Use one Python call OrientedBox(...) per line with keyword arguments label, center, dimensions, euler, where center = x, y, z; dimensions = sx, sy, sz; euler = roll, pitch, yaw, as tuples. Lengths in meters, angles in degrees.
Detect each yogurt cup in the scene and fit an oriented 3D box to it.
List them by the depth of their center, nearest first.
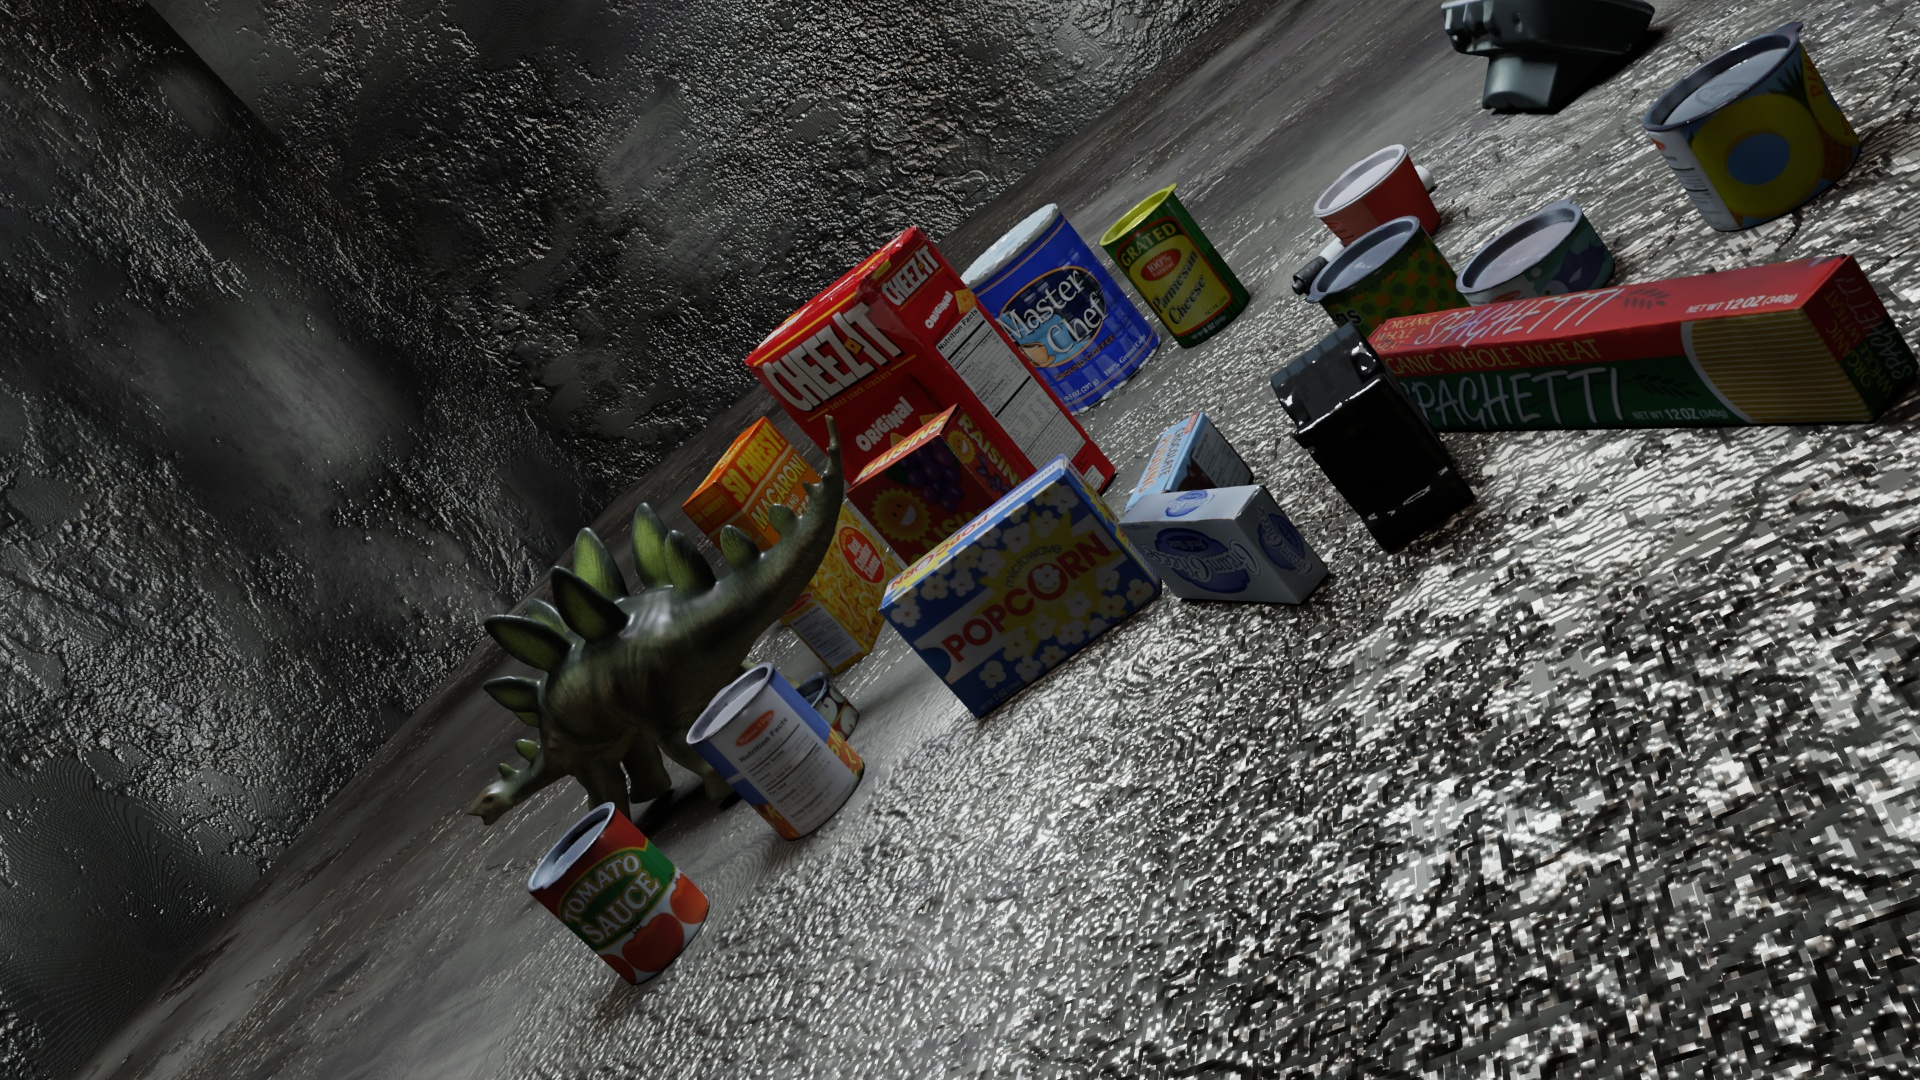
OrientedBox(label="yogurt cup", center=(0.271, -0.212, 0.895), dimensions=(0.072, 0.054, 0.072), euler=(-38, 15, 12))

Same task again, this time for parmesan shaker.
OrientedBox(label="parmesan shaker", center=(0.164, -0.206, 1.045), dimensions=(0.071, 0.103, 0.071), euler=(-38, 15, 12))

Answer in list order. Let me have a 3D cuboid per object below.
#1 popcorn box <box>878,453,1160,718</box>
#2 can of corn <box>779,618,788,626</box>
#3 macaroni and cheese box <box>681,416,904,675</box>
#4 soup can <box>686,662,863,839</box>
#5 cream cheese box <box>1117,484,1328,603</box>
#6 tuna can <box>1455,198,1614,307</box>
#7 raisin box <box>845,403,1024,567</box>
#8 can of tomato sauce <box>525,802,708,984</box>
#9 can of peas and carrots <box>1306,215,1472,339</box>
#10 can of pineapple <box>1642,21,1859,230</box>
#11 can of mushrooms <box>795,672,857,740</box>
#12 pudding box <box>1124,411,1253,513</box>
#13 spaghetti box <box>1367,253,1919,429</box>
OrientedBox(label="popcorn box", center=(0.032, 0.025, 0.746), dimensions=(0.126, 0.085, 0.038), euler=(-37, 15, 16))
OrientedBox(label="can of corn", center=(-0.149, 0.033, 1.227), dimensions=(0.071, 0.058, 0.071), euler=(-38, 15, 12))
OrientedBox(label="macaroni and cheese box", center=(-0.121, 0.002, 1.033), dimensions=(0.040, 0.166, 0.124), euler=(-35, 16, 24))
OrientedBox(label="soup can", center=(-0.108, 0.123, 0.817), dimensions=(0.071, 0.083, 0.071), euler=(-38, 15, 12))
OrientedBox(label="cream cheese box", center=(0.121, 0.002, 0.652), dimensions=(0.024, 0.053, 0.103), euler=(-46, 15, -17))
OrientedBox(label="tuna can", center=(0.282, -0.133, 0.679), dimensions=(0.071, 0.033, 0.071), euler=(-38, 15, 12))
OrientedBox(label="raisin box", center=(0.003, -0.011, 0.846), dimensions=(0.086, 0.123, 0.040), euler=(-30, 18, 36))
OrientedBox(label="can of tomato sauce", center=(-0.197, 0.205, 0.804), dimensions=(0.071, 0.083, 0.071), euler=(-38, 15, 12))
OrientedBox(label="can of peas and carrots", center=(0.231, -0.129, 0.746), dimensions=(0.071, 0.058, 0.071), euler=(-38, 15, 12))
OrientedBox(label="can of pineapple", center=(0.345, -0.179, 0.604), dimensions=(0.071, 0.058, 0.071), euler=(-38, 15, 12))
OrientedBox(label="can of mushrooms", center=(-0.100, 0.120, 0.903), dimensions=(0.071, 0.033, 0.071), euler=(-38, 15, 12))
OrientedBox(label="pudding box", center=(0.122, -0.026, 0.737), dimensions=(0.030, 0.049, 0.084), euler=(-29, 19, 38))
OrientedBox(label="spaghetti box", center=(0.248, -0.072, 0.556), dimensions=(0.029, 0.050, 0.250), euler=(-44, 15, -11))
